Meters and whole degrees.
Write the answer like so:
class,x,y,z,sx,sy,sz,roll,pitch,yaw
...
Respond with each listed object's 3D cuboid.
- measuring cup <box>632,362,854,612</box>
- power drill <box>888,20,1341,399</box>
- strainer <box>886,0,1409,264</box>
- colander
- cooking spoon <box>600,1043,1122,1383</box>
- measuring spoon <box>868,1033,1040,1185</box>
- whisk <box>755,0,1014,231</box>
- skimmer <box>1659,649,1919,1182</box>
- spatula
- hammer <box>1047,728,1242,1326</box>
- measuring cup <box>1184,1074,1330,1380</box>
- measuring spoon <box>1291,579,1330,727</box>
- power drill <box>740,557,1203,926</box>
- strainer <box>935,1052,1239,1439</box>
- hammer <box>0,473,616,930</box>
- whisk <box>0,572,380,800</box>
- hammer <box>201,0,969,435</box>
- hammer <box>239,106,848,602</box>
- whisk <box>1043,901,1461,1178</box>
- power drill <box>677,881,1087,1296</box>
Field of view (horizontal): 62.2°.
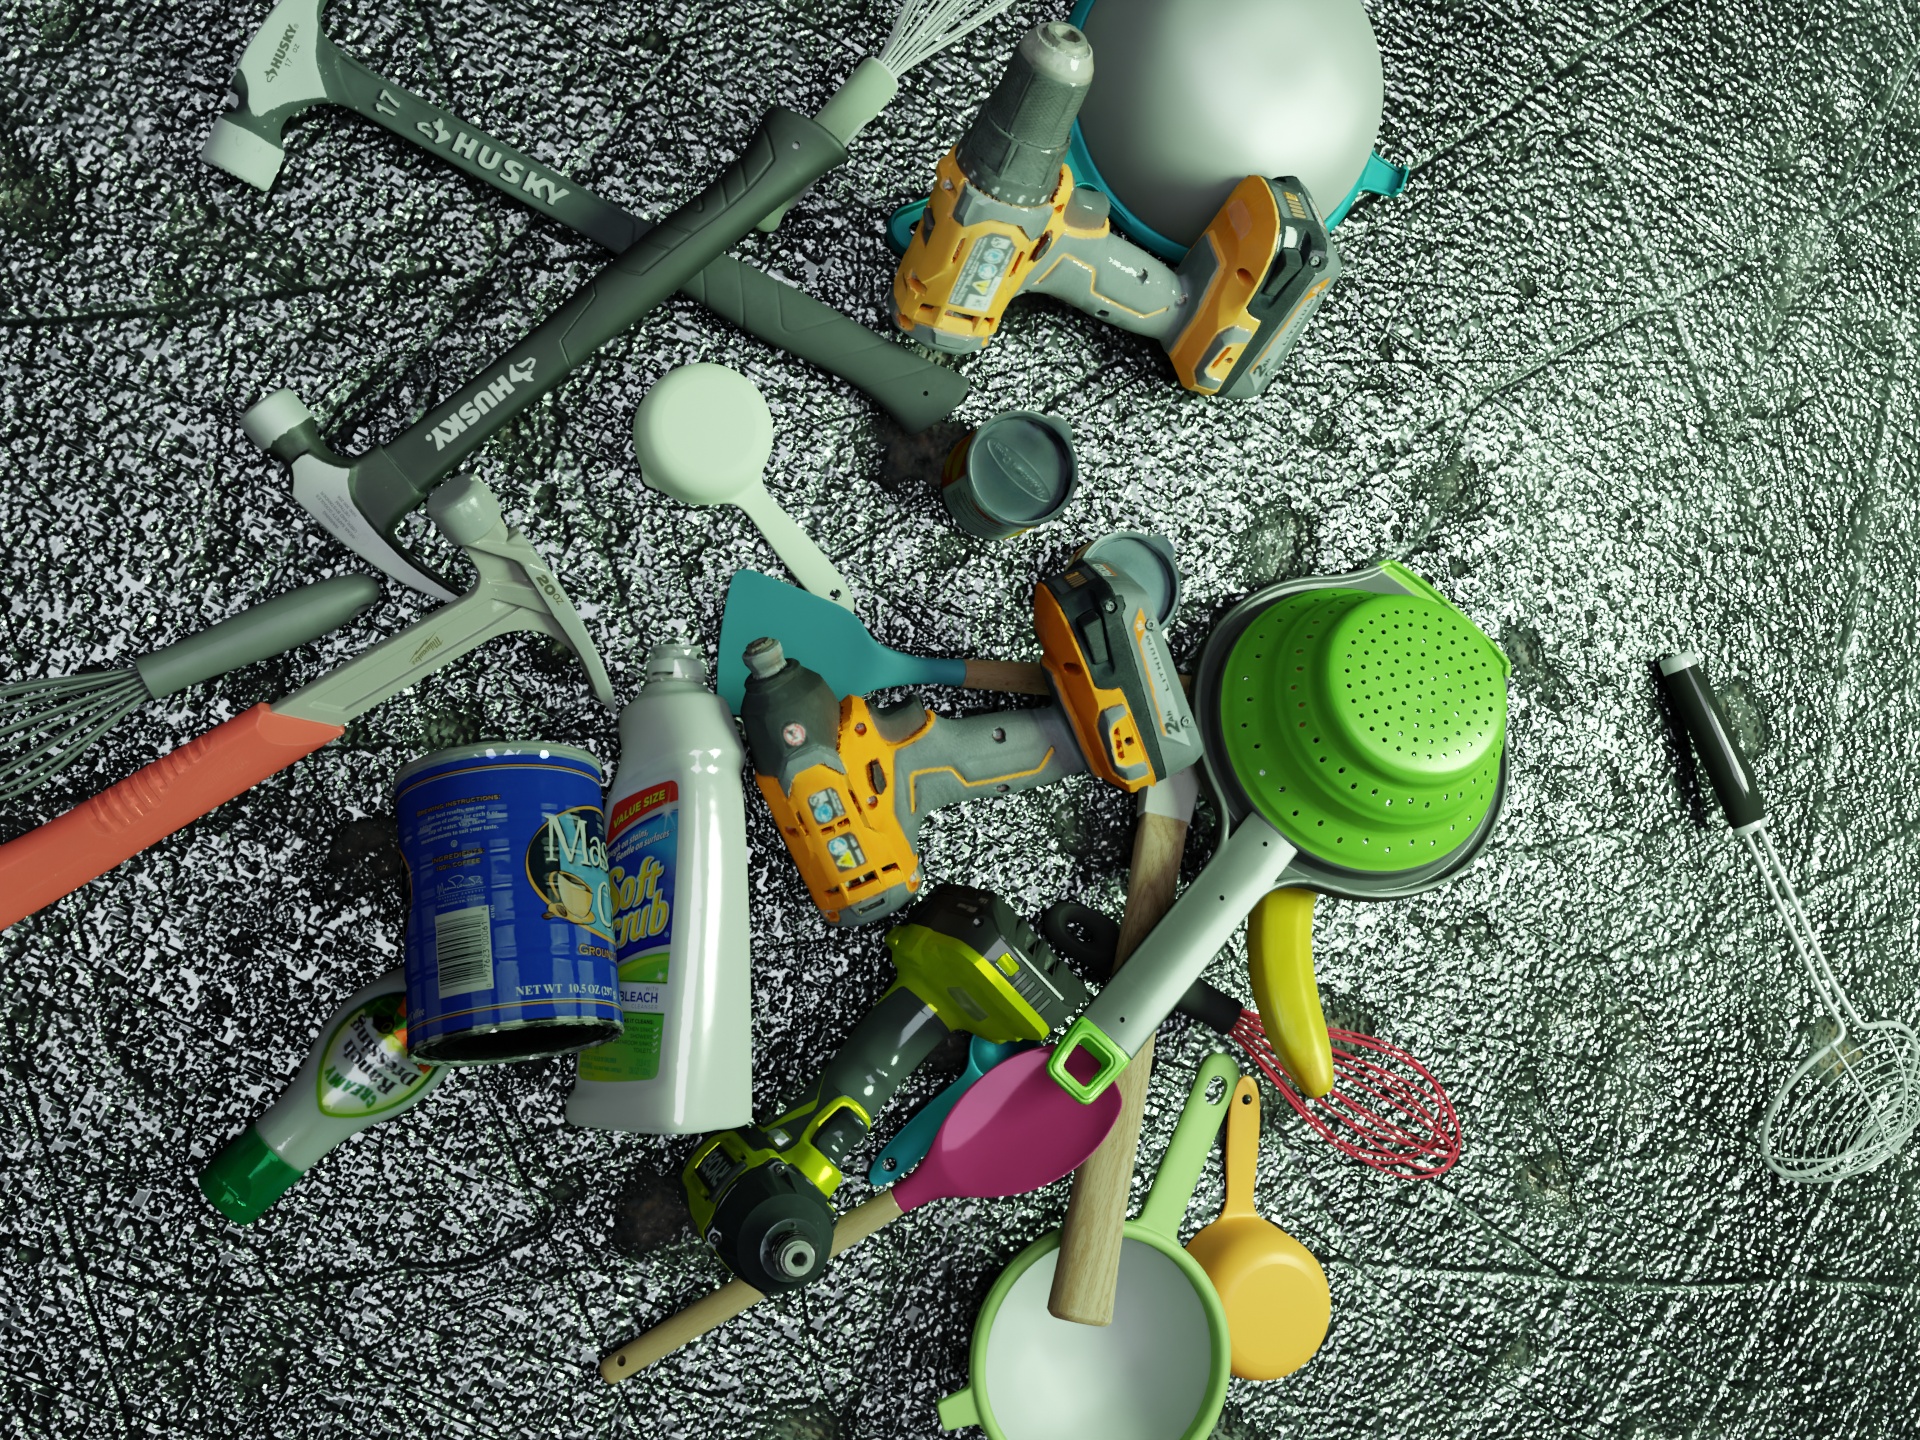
class,x,y,z,sx,sy,sz,roll,pitch,yaw
measuring cup,-0.112,-0.125,0.881,0.083,0.038,0.167,-42,97,-13
power drill,0.092,-0.271,0.866,0.226,0.185,0.084,6,51,-21
strainer,0.115,-0.352,0.921,0.340,0.095,0.211,-28,96,-16
colander,0.188,0.049,0.875,0.204,0.094,0.397,42,68,4
cooking spoon,-0.056,0.271,0.858,0.319,0.017,0.069,-31,68,1
measuring spoon,-0.007,0.218,0.917,0.128,0.021,0.042,-45,101,-3
whisk,-0.039,-0.373,0.905,0.059,0.058,0.246,41,83,-20
skimmer,0.533,0.130,1.059,0.127,0.090,0.363,-21,84,-12
spatula,0.021,-0.030,0.922,0.317,0.044,0.082,4,101,-21
hammer,0.098,0.166,0.895,0.130,0.031,0.331,13,73,-6
measuring cup,0.176,0.302,0.942,0.095,0.052,0.173,2,90,-15
measuring spoon,0.212,-0.029,0.985,0.021,0.011,0.117,8,90,-14
power drill,-0.001,-0.003,0.852,0.226,0.084,0.164,-24,112,-2
strainer,0.094,0.309,0.915,0.151,0.069,0.256,27,77,-9
hammer,-0.357,0.024,0.796,0.359,0.037,0.149,-32,128,-7
whisk,-0.406,-0.019,0.797,0.239,0.055,0.055,-27,96,-19
hammer,-0.178,-0.267,0.861,0.408,0.036,0.149,25,94,-16
hammer,-0.195,-0.200,0.830,0.335,0.035,0.146,-39,101,-2
whisk,0.177,0.187,0.946,0.295,0.073,0.073,31,81,-7
power drill,-0.045,0.193,0.826,0.223,0.171,0.080,-46,102,-15
